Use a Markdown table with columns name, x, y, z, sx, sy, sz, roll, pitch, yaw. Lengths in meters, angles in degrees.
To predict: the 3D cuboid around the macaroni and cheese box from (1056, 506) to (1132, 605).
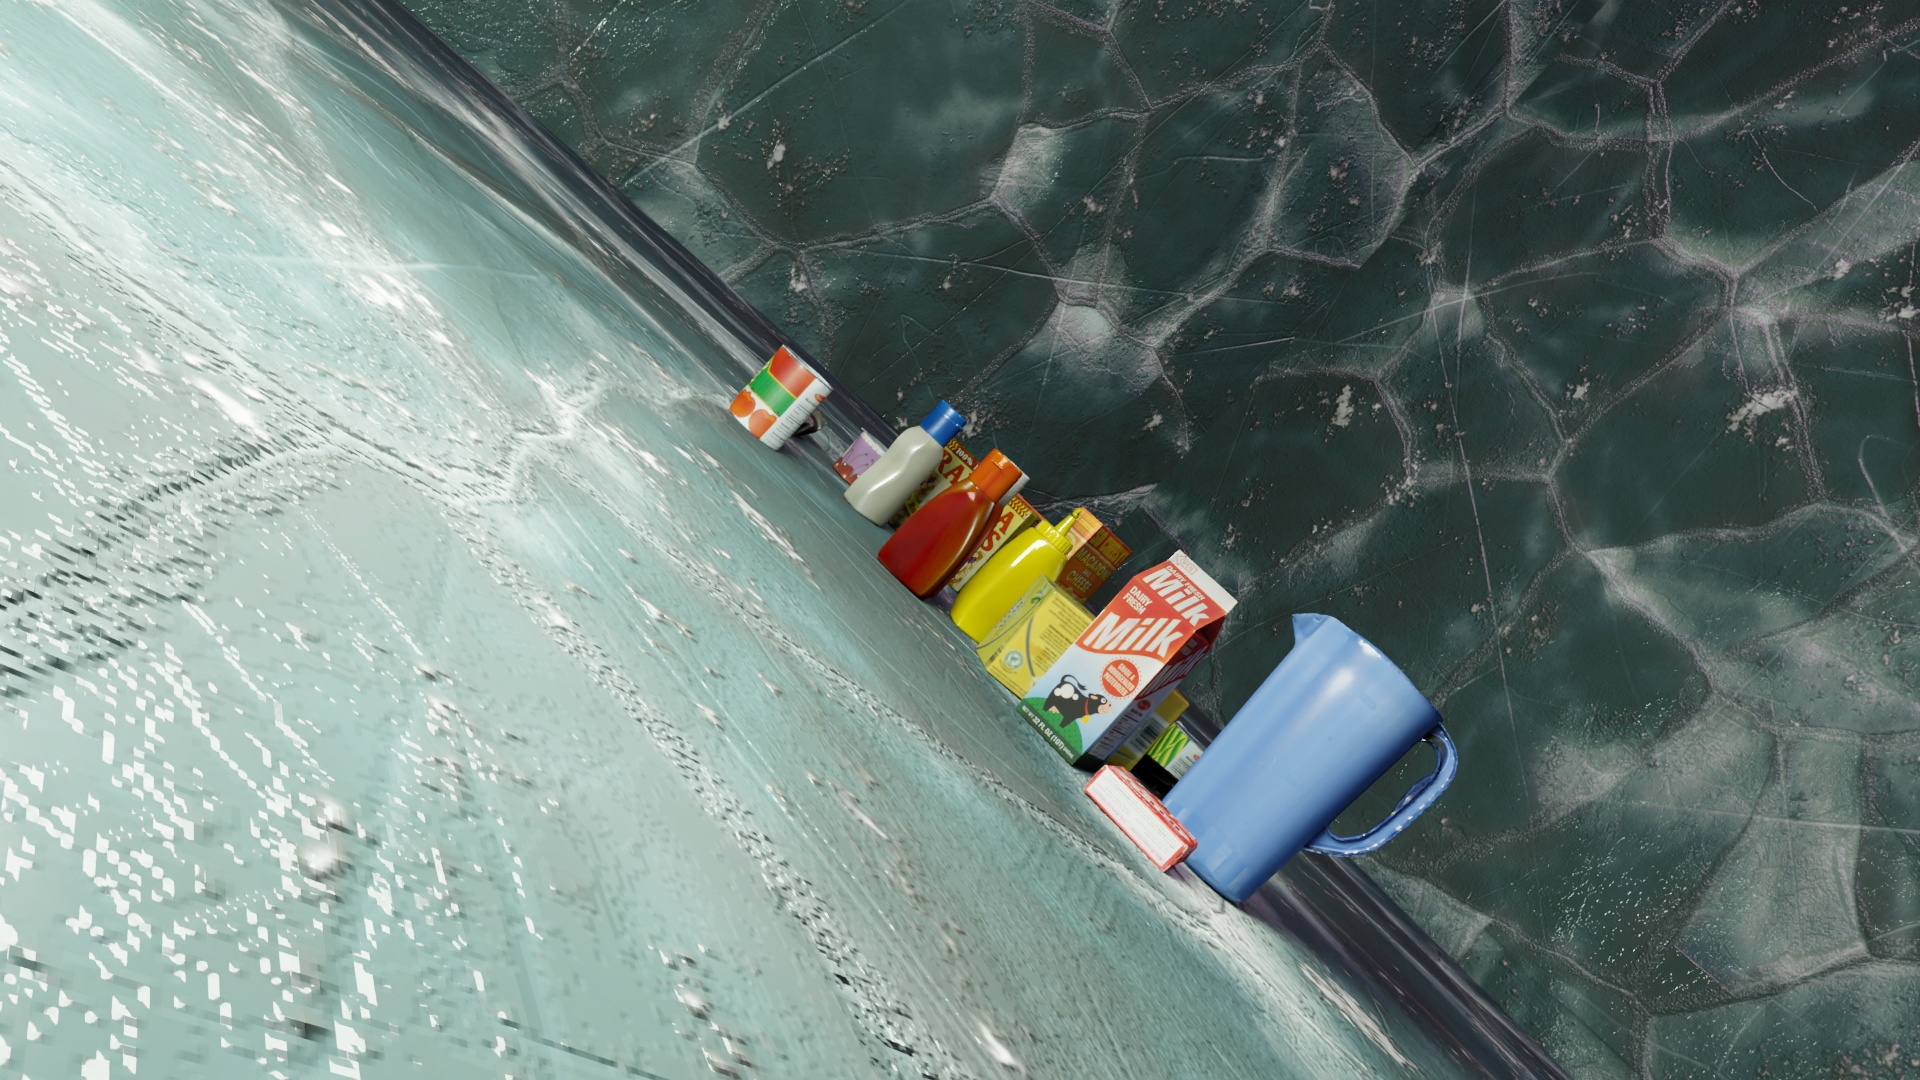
| name | x | y | z | sx | sy | sz | roll | pitch | yaw |
| --- | --- | --- | --- | --- | --- | --- | --- | --- | --- |
| macaroni and cheese box | 0.119 | 0.047 | 1.662 | 0.040 | 0.166 | 0.123 | 45 | 4 | 29 |

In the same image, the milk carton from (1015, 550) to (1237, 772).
| name | x | y | z | sx | sy | sz | roll | pitch | yaw |
| --- | --- | --- | --- | --- | --- | --- | --- | --- | --- |
| milk carton | 0.143 | 0.099 | 1.164 | 0.072 | 0.190 | 0.073 | 44 | 4 | 26 |

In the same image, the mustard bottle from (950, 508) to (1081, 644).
| name | x | y | z | sx | sy | sz | roll | pitch | yaw |
| --- | --- | --- | --- | --- | --- | --- | --- | --- | --- |
| mustard bottle | 0.061 | 0.030 | 1.322 | 0.065 | 0.160 | 0.049 | 41 | 4 | -24 |

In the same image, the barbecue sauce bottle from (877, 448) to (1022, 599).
| name | x | y | z | sx | sy | sz | roll | pitch | yaw |
| --- | --- | --- | --- | --- | --- | --- | --- | --- | --- |
| barbecue sauce bottle | -0.006 | -0.019 | 1.272 | 0.065 | 0.148 | 0.043 | 44 | 3 | 14 |

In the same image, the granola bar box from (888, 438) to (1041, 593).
| name | x | y | z | sx | sy | sz | roll | pitch | yaw |
| --- | --- | --- | --- | --- | --- | --- | --- | --- | --- |
| granola bar box | -0.007 | -0.033 | 1.584 | 0.166 | 0.124 | 0.039 | 45 | 4 | 28 |

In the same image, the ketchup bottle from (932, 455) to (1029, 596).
| name | x | y | z | sx | sy | sz | roll | pitch | yaw |
| --- | --- | --- | --- | --- | --- | --- | --- | --- | --- |
| ketchup bottle | 0.005 | -0.017 | 1.351 | 0.043 | 0.148 | 0.065 | 40 | 4 | -36 |

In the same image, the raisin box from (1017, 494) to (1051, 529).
| name | x | y | z | sx | sy | sz | roll | pitch | yaw |
| --- | --- | --- | --- | --- | --- | --- | --- | --- | --- |
| raisin box | 0.051 | 0.003 | 1.767 | 0.086 | 0.123 | 0.040 | 45 | 4 | 31 |

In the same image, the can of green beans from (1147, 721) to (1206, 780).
| name | x | y | z | sx | sy | sz | roll | pitch | yaw |
| --- | --- | --- | --- | --- | --- | --- | --- | --- | --- |
| can of green beans | 0.243 | 0.245 | 1.556 | 0.071 | 0.058 | 0.071 | 42 | 4 | -3 |

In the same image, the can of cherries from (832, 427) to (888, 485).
| name | x | y | z | sx | sy | sz | roll | pitch | yaw |
| --- | --- | --- | --- | --- | --- | --- | --- | --- | --- |
| can of cherries | -0.111 | -0.090 | 1.649 | 0.071 | 0.058 | 0.071 | 42 | 4 | -3 |

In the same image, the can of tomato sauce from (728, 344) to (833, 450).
| name | x | y | z | sx | sy | sz | roll | pitch | yaw |
| --- | --- | --- | --- | --- | --- | --- | --- | --- | --- |
| can of tomato sauce | -0.178 | -0.141 | 1.361 | 0.071 | 0.083 | 0.071 | 42 | 4 | -3 |

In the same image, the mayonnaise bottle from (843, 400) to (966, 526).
| name | x | y | z | sx | sy | sz | roll | pitch | yaw |
| --- | --- | --- | --- | --- | --- | --- | --- | --- | --- |
| mayonnaise bottle | -0.055 | -0.084 | 1.479 | 0.041 | 0.148 | 0.064 | 45 | 4 | 32 |
